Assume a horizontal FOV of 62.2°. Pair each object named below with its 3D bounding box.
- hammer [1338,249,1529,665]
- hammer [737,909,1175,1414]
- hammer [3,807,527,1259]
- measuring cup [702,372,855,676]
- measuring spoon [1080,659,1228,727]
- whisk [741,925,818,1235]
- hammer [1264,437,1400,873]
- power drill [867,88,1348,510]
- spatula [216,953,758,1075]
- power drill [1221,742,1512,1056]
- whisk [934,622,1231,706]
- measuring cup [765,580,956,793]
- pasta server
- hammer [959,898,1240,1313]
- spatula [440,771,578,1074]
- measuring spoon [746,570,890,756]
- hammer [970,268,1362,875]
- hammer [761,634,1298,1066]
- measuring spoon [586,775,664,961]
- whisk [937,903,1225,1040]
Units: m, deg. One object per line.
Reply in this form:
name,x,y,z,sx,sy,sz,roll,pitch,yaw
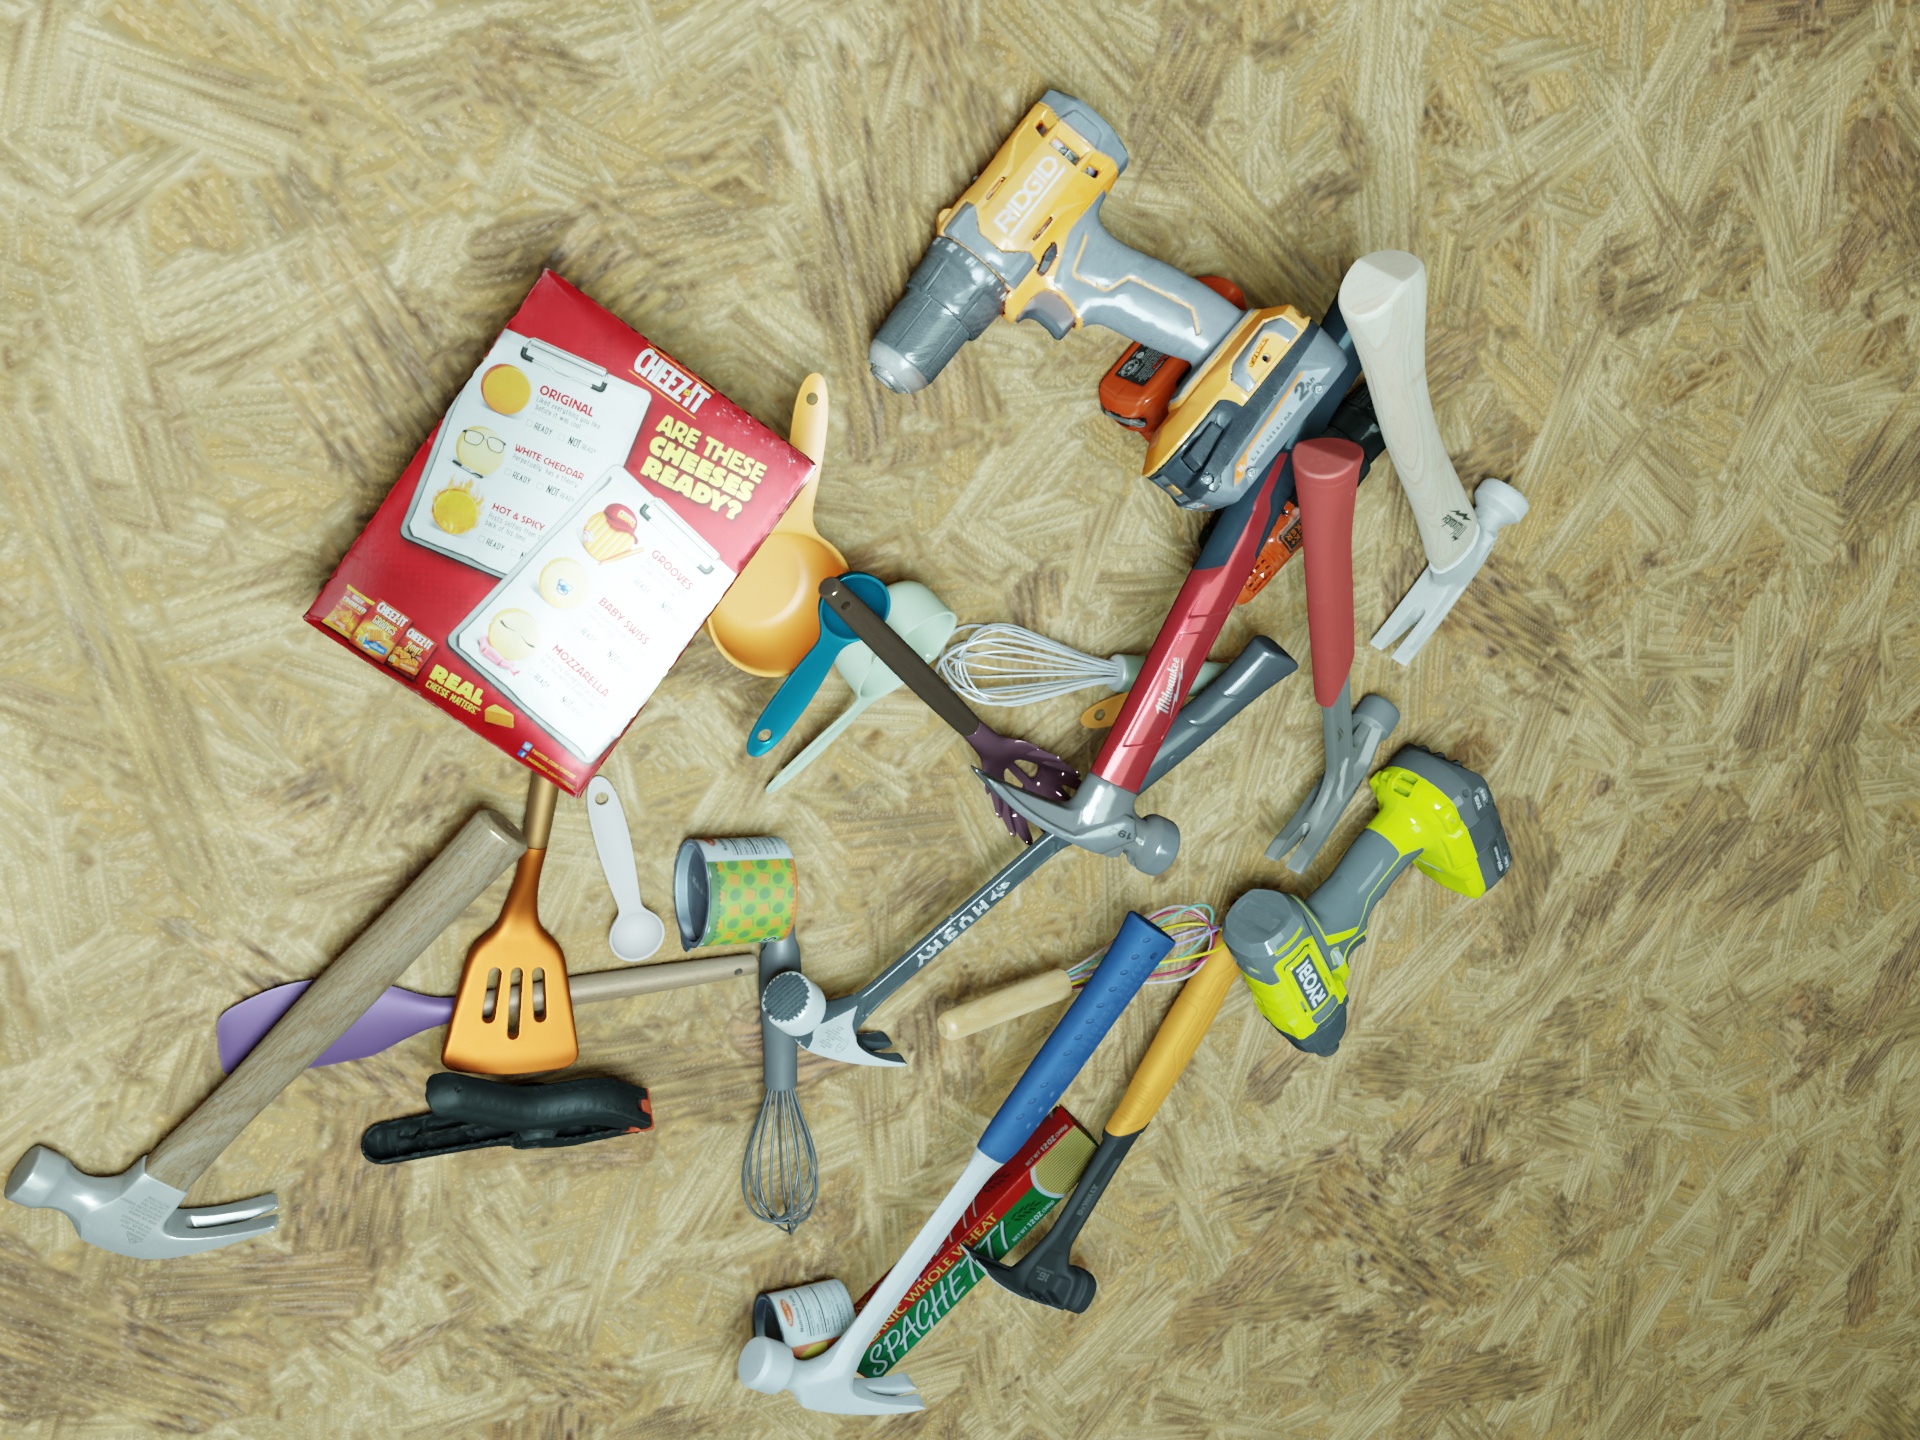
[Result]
hammer,0.277,-0.155,0.978,0.146,0.038,0.410,-54,152,1
hammer,0.018,0.307,1.087,0.144,0.035,0.405,33,94,-33
hammer,-0.366,0.177,0.891,0.331,0.031,0.129,-45,123,3
measuring cup,-0.103,-0.114,0.901,0.095,0.052,0.173,2,110,-28
measuring spoon,0.133,-0.018,1.093,0.117,0.011,0.021,-19,112,-15
whisk,-0.119,0.238,1.060,0.055,0.055,0.239,-7,111,-25
hammer,0.234,-0.042,1.021,0.149,0.037,0.358,-52,150,-20
power drill,0.077,-0.210,0.891,0.226,0.084,0.185,39,89,-5
spatula,-0.275,0.167,0.960,0.315,0.018,0.059,-4,115,-25
power drill,0.306,0.140,1.194,0.223,0.080,0.171,-43,129,-13
whisk,0.095,-0.031,1.042,0.246,0.058,0.059,3,146,-28
measuring cup,-0.073,-0.021,0.966,0.167,0.038,0.083,-44,166,19
pasta server,-0.002,-0.003,0.957,0.060,0.040,0.315,-42,146,2
hammer,0.130,0.280,1.185,0.127,0.034,0.337,34,86,-37
spatula,-0.238,0.053,0.913,0.081,0.041,0.322,5,109,-27
measuring spoon,-0.087,-0.034,0.907,0.042,0.021,0.128,26,108,-34
hammer,0.148,-0.101,0.966,0.143,0.038,0.386,25,95,-24
hammer,0.060,0.084,1.045,0.409,0.036,0.149,-40,145,-2
measuring spoon,-0.208,0.088,0.964,0.034,0.018,0.124,-17,112,-20
whisk,0.092,0.178,1.115,0.245,0.047,0.051,-14,139,-31
